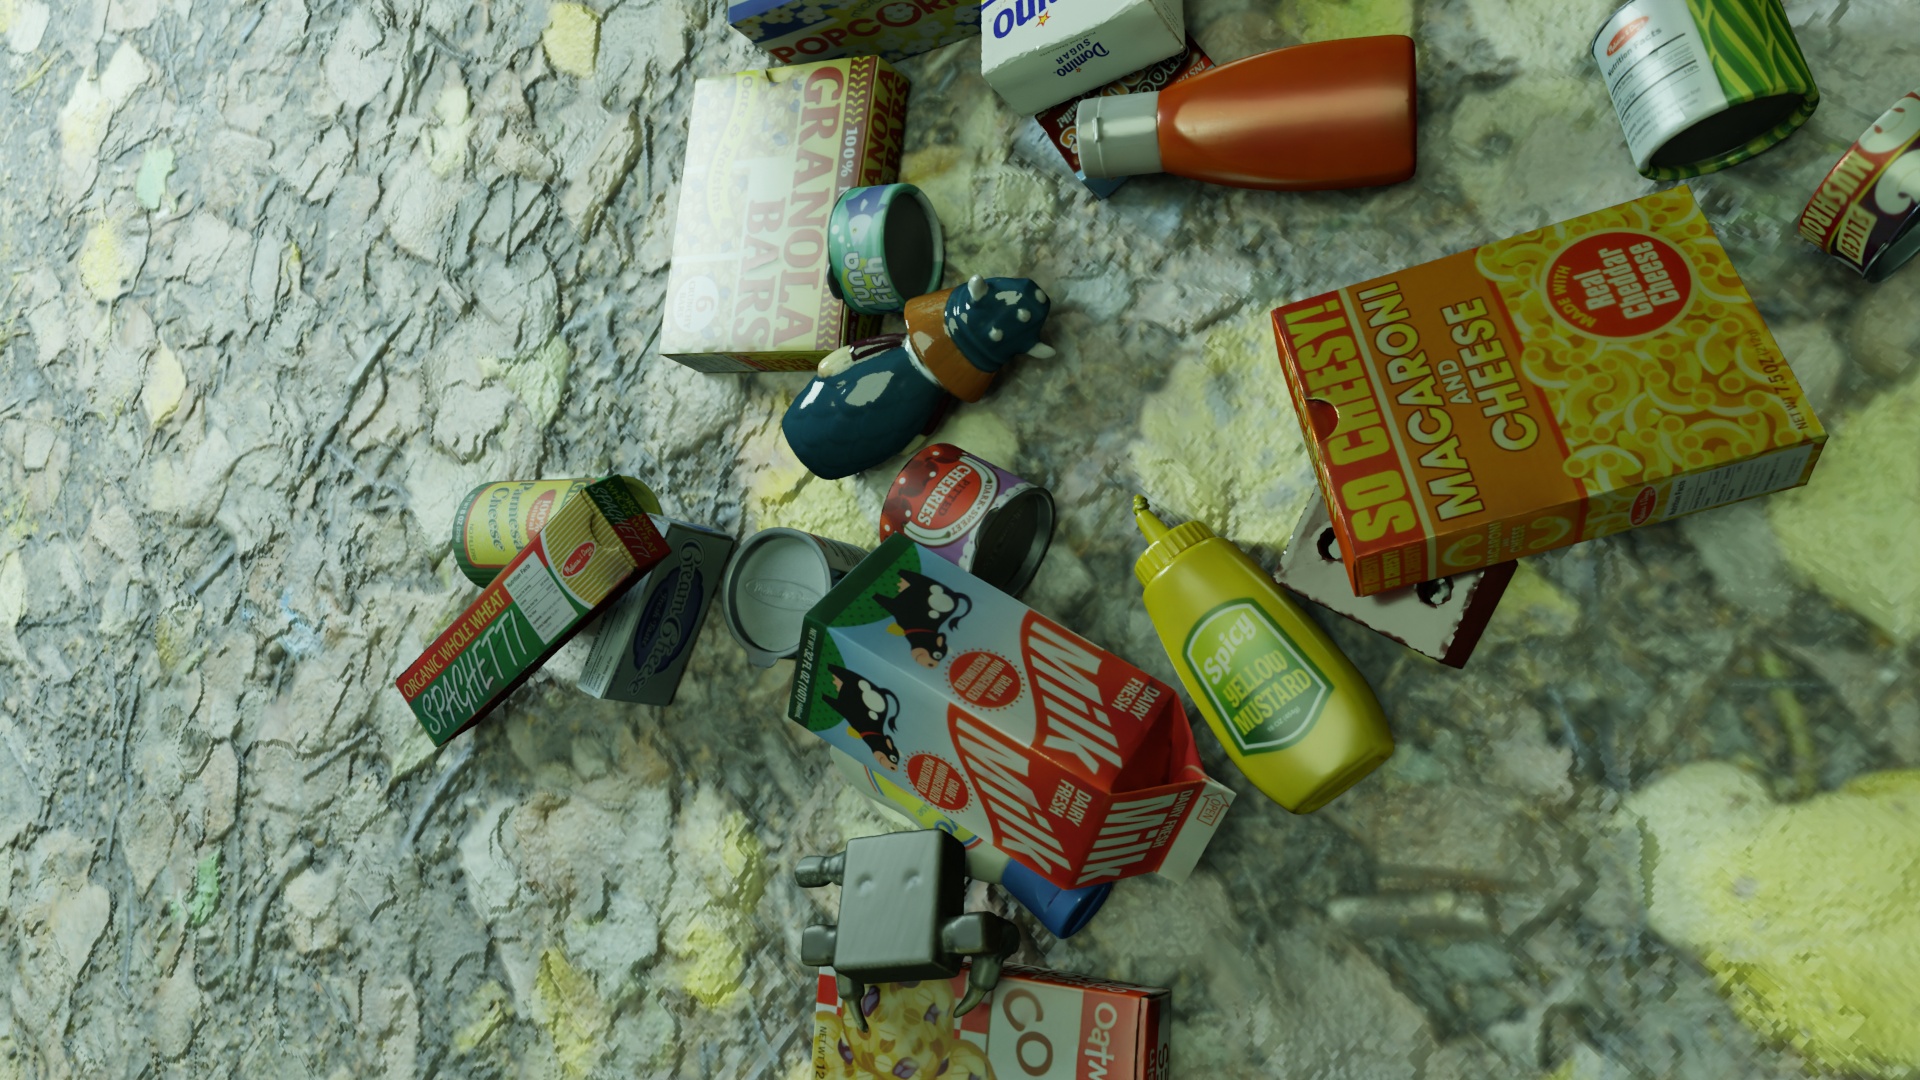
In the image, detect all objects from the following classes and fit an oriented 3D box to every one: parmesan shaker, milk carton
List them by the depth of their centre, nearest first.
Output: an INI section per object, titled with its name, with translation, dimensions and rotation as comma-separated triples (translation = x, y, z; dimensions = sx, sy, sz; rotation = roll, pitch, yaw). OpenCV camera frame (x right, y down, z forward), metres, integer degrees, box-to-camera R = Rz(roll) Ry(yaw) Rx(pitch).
[milk carton]
translation = 0.025, 0.082, 0.610
dimensions = 0.191, 0.074, 0.072
rotation = 30, 134, 15
[parmesan shaker]
translation = -0.230, 0.000, 0.791
dimensions = 0.103, 0.071, 0.071
rotation = -1, 81, 28

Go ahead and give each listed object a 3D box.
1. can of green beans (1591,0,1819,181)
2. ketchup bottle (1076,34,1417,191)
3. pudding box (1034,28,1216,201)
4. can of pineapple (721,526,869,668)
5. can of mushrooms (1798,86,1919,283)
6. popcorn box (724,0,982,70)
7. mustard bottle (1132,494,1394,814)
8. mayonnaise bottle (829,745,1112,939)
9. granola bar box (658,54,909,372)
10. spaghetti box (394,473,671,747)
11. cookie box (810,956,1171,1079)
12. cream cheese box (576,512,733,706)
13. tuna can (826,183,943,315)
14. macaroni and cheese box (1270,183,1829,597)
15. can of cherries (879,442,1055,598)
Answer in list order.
[can of green beans]
translation = 0.291, -0.183, 0.545
dimensions = 0.071, 0.071, 0.058
rotation = -19, 74, 24
[ketchup bottle]
translation = 0.128, -0.189, 0.628
dimensions = 0.149, 0.043, 0.064
rotation = -1, 93, 16
[pudding box]
translation = 0.084, -0.214, 0.682
dimensions = 0.083, 0.030, 0.050
rotation = -37, 67, 18
[can of pineapple]
translation = -0.079, 0.031, 0.710
dimensions = 0.071, 0.058, 0.071
rotation = -5, 79, 28
[can of mushrooms]
translation = 0.342, -0.129, 0.507
dimensions = 0.071, 0.071, 0.033
rotation = -48, 63, 13
[popcorn box]
translation = -0.050, -0.290, 0.736
dimensions = 0.126, 0.085, 0.038
rotation = -9, 78, 26
[mustard bottle]
translation = 0.118, 0.041, 0.607
dimensions = 0.065, 0.049, 0.160
rotation = -42, 65, 14
[mayonnaise bottle]
translation = 0.006, 0.125, 0.657
dimensions = 0.148, 0.041, 0.064
rotation = 39, 101, 28
[granola bar box]
translation = -0.099, -0.178, 0.769
dimensions = 0.124, 0.039, 0.165
rotation = 3, 83, 28
[spaghetti box]
translation = -0.241, 0.045, 0.760
dimensions = 0.249, 0.029, 0.050
rotation = -35, 88, 39
[cookie box]
translation = 0.009, 0.257, 0.632
dimensions = 0.167, 0.040, 0.123
rotation = 0, 80, 29
[cream cheese box]
translation = -0.166, 0.039, 0.758
dimensions = 0.024, 0.053, 0.103
rotation = 23, 92, 31
[tuna can]
translation = -0.039, -0.148, 0.714
dimensions = 0.033, 0.071, 0.071
rotation = 2, 82, 28
[macaroni and cheese box]
translation = 0.218, -0.059, 0.540
dimensions = 0.166, 0.040, 0.124
rotation = -16, 58, 10
[can of cherries]
translation = 0.002, -0.008, 0.666
dimensions = 0.058, 0.071, 0.071
rotation = 29, 95, 30
